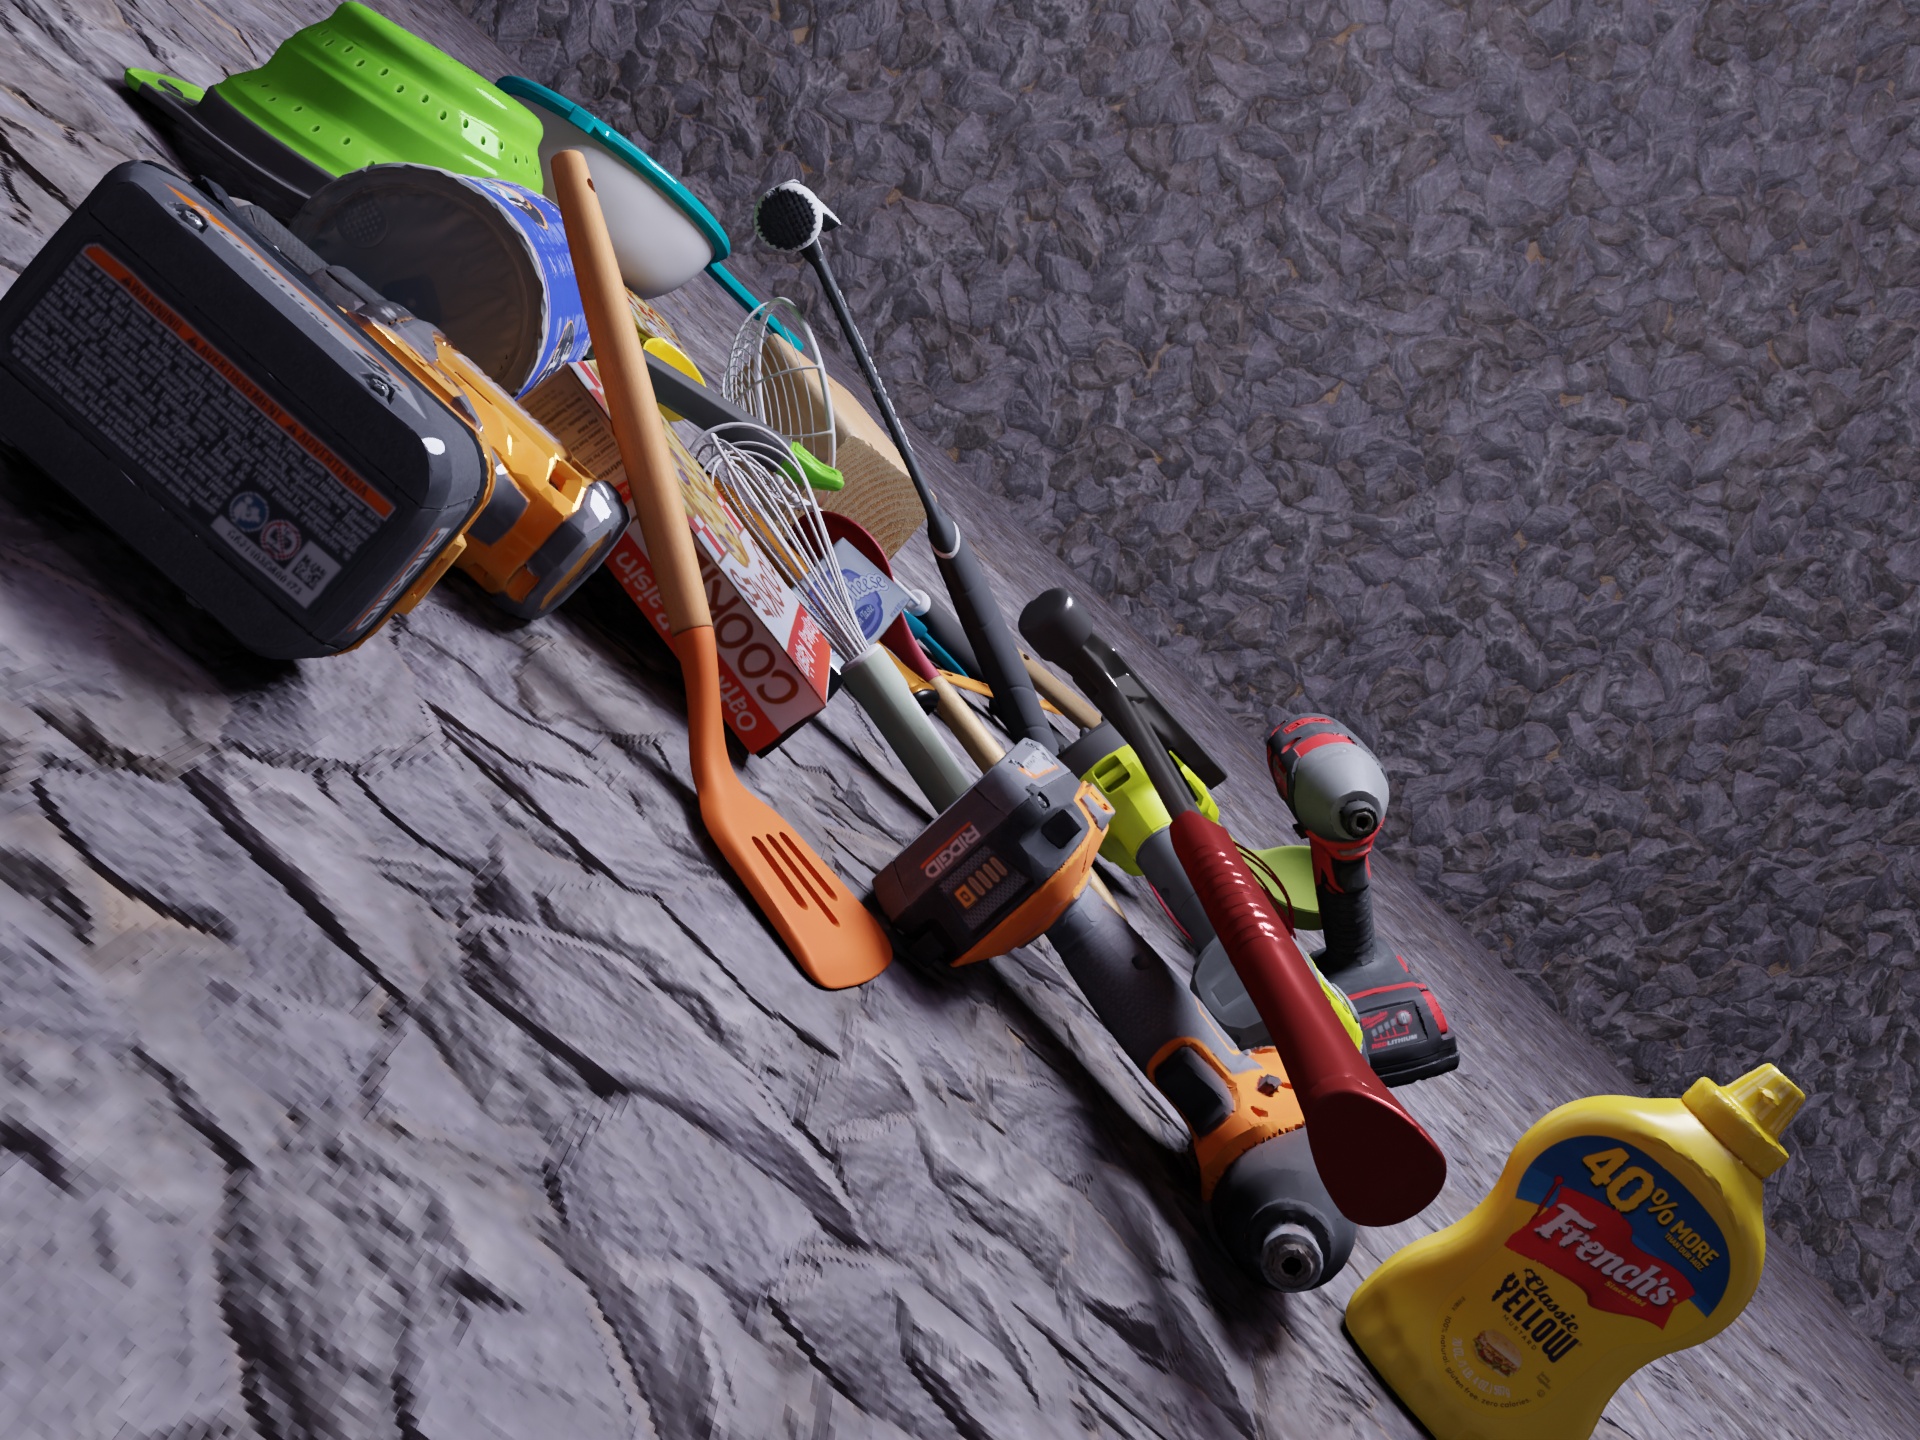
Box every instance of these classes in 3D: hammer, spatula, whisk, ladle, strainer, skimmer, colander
[{"bbox_3d":[-0.132,-0.118,0.930,0.337,0.034,0.127,47,10,20],"label":"hammer"},{"bbox_3d":[-0.019,-0.129,0.968,0.149,0.036,0.408,-92,159,-70],"label":"hammer"},{"bbox_3d":[-0.095,-0.058,0.575,0.081,0.041,0.323,3,70,-74],"label":"spatula"},{"bbox_3d":[0.111,0.068,0.651,0.149,0.036,0.359,46,12,-27],"label":"hammer"},{"bbox_3d":[-0.053,-0.037,0.775,0.246,0.059,0.058,55,-9,-9],"label":"whisk"},{"bbox_3d":[-0.001,-0.003,0.931,0.031,0.069,0.316,-18,64,-45],"label":"ladle"},{"bbox_3d":[0.116,0.066,1.076,0.296,0.073,0.073,42,8,34],"label":"whisk"},{"bbox_3d":[0.158,0.043,1.131,0.320,0.062,0.078,40,31,-13],"label":"ladle"},{"bbox_3d":[-0.257,-0.367,1.284,0.211,0.095,0.340,31,-4,42],"label":"strainer"},{"bbox_3d":[-0.039,-0.129,1.063,0.362,0.090,0.127,43,7,-47],"label":"skimmer"},{"bbox_3d":[-0.214,-0.256,0.832,0.397,0.094,0.205,30,11,-14],"label":"colander"}]

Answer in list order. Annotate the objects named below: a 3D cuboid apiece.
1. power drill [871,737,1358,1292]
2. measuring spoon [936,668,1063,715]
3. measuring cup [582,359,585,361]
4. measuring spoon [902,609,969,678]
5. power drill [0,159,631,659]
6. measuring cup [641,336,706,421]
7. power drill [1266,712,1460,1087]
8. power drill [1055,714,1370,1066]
[{"bbox_3d":[0.071,0.118,0.623,0.226,0.084,0.164,47,10,2],"label":"power drill"},{"bbox_3d":[0.028,-0.023,1.117,0.116,0.011,0.021,15,17,-30],"label":"measuring spoon"},{"bbox_3d":[-0.184,-0.136,0.807,0.083,0.038,0.168,37,14,-30],"label":"measuring cup"},{"bbox_3d":[-0.026,-0.046,1.103,0.042,0.021,0.128,28,-9,36],"label":"measuring spoon"},{"bbox_3d":[-0.203,-0.104,0.491,0.185,0.084,0.226,42,6,-6],"label":"power drill"},{"bbox_3d":[-0.234,-0.236,1.062,0.156,0.029,0.062,4,55,-54],"label":"measuring cup"},{"bbox_3d":[0.248,0.114,1.002,0.143,0.078,0.219,-97,173,-74],"label":"power drill"},{"bbox_3d":[0.149,0.113,0.910,0.190,0.080,0.229,44,11,-52],"label":"power drill"}]
